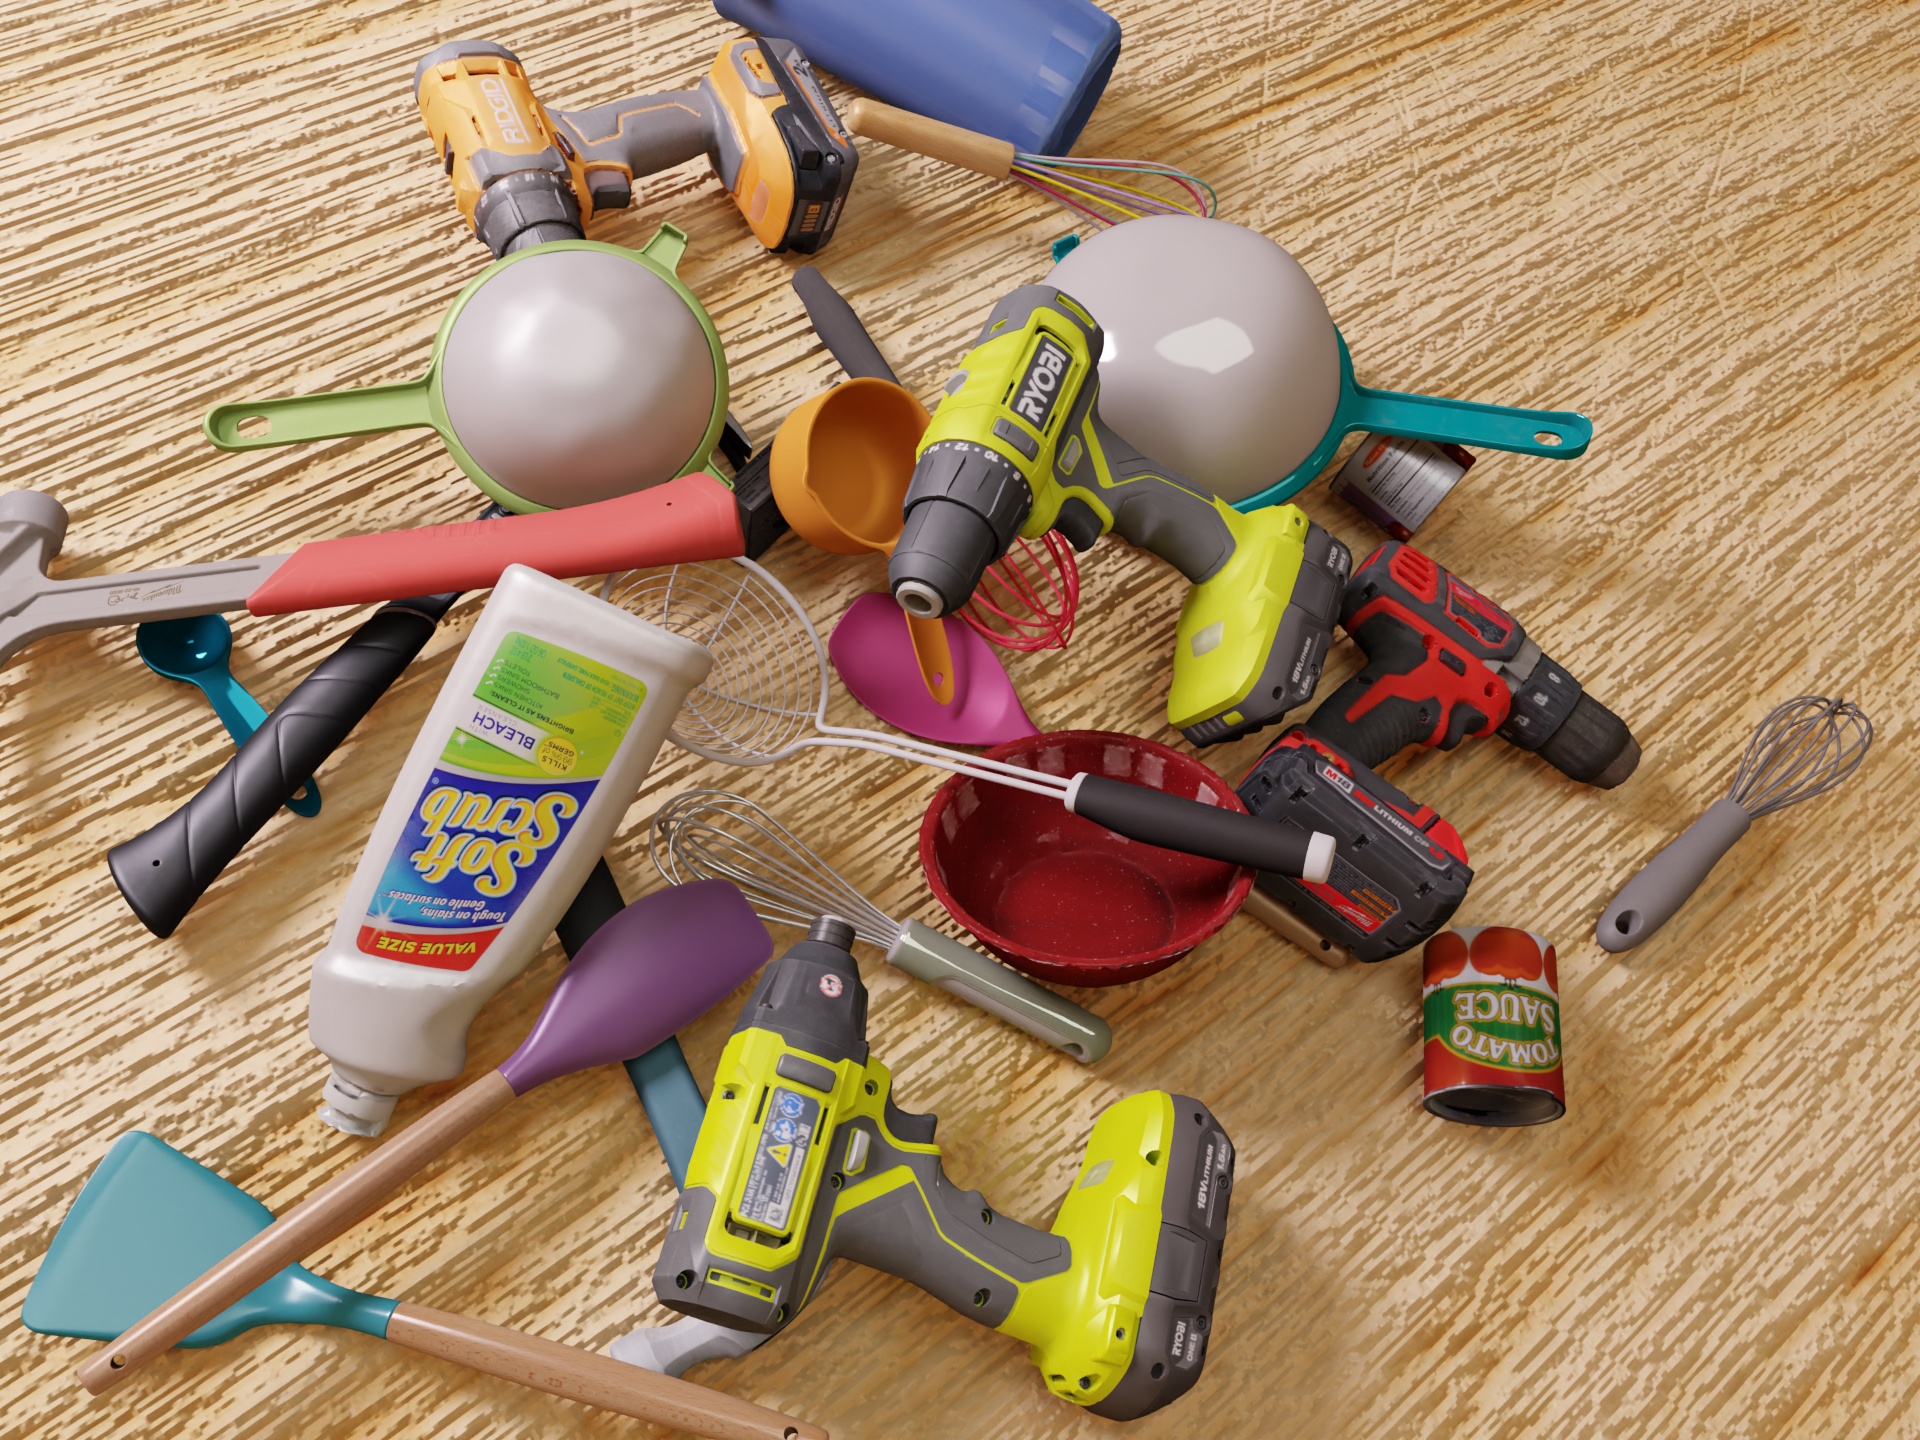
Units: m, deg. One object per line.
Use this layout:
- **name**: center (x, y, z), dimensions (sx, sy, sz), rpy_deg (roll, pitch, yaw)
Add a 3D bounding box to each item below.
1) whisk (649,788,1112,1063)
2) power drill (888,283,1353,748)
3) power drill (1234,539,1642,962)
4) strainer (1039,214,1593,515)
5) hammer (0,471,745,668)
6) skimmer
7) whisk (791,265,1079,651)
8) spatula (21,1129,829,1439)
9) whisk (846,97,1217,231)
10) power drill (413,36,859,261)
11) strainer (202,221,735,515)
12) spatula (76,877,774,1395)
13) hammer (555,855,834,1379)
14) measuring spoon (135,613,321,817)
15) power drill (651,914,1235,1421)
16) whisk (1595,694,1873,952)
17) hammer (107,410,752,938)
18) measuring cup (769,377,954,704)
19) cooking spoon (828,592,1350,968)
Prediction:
- **whisk**: center (-0.037, 0.103, 0.764), dimensions (0.246, 0.057, 0.059), rpy_deg (28, 56, -3)
- **power drill**: center (0.077, -0.086, 0.796), dimensions (0.228, 0.080, 0.191), rpy_deg (34, 58, -18)
- **power drill**: center (0.257, 0.022, 0.848), dimensions (0.188, 0.080, 0.227), rpy_deg (37, 54, 4)
- **strainer**: center (0.181, -0.205, 0.888), dimensions (0.340, 0.095, 0.211), rpy_deg (11, 63, 14)
- **hammer**: center (-0.281, -0.063, 0.743), dimensions (0.359, 0.036, 0.149), rpy_deg (-7, 57, -4)
- **skimmer**: center (-0.001, -0.002, 0.752), dimensions (0.363, 0.090, 0.127), rpy_deg (14, 40, 18)
- **whisk**: center (-0.021, -0.152, 0.893), dimensions (0.073, 0.073, 0.296), rpy_deg (-23, 66, -22)
- **spatula**: center (-0.206, 0.247, 0.637), dimensions (0.317, 0.044, 0.082), rpy_deg (13, 56, 7)
- **whisk**: center (0.050, -0.333, 0.966), dimensions (0.245, 0.051, 0.047), rpy_deg (11, 68, -19)
- **power drill**: center (-0.175, -0.306, 0.906), dimensions (0.226, 0.084, 0.185), rpy_deg (-15, 67, -29)
- **strainer**: center (-0.241, -0.166, 0.777), dimensions (0.256, 0.069, 0.151), rpy_deg (-10, 87, -11)
- **spatula**: center (-0.213, 0.166, 0.666), dimensions (0.316, 0.018, 0.060), rpy_deg (-36, 91, -27)
- **hammer**: center (-0.156, 0.127, 0.732), dimensions (0.128, 0.033, 0.331), rpy_deg (-22, 70, -21)
- **measuring spoon**: center (-0.350, -0.002, 0.768), dimensions (0.042, 0.021, 0.128), rpy_deg (-35, 84, -33)
- **power drill**: center (-0.001, 0.193, 0.682), dimensions (0.223, 0.080, 0.171), rpy_deg (23, 60, -14)
- **whisk**: center (0.435, 0.057, 0.895), dimensions (0.239, 0.055, 0.055), rpy_deg (-36, 76, -21)
- **hammer**: center (-0.260, -0.059, 0.794), dimensions (0.149, 0.036, 0.409), rpy_deg (32, 59, 3)
- **measuring cup**: center (-0.044, -0.090, 0.834), dimensions (0.095, 0.052, 0.173), rpy_deg (-24, 103, -35)
- **cooking spoon**: center (0.068, 0.034, 0.837), dimensions (0.319, 0.017, 0.069), rpy_deg (34, 79, 6)
